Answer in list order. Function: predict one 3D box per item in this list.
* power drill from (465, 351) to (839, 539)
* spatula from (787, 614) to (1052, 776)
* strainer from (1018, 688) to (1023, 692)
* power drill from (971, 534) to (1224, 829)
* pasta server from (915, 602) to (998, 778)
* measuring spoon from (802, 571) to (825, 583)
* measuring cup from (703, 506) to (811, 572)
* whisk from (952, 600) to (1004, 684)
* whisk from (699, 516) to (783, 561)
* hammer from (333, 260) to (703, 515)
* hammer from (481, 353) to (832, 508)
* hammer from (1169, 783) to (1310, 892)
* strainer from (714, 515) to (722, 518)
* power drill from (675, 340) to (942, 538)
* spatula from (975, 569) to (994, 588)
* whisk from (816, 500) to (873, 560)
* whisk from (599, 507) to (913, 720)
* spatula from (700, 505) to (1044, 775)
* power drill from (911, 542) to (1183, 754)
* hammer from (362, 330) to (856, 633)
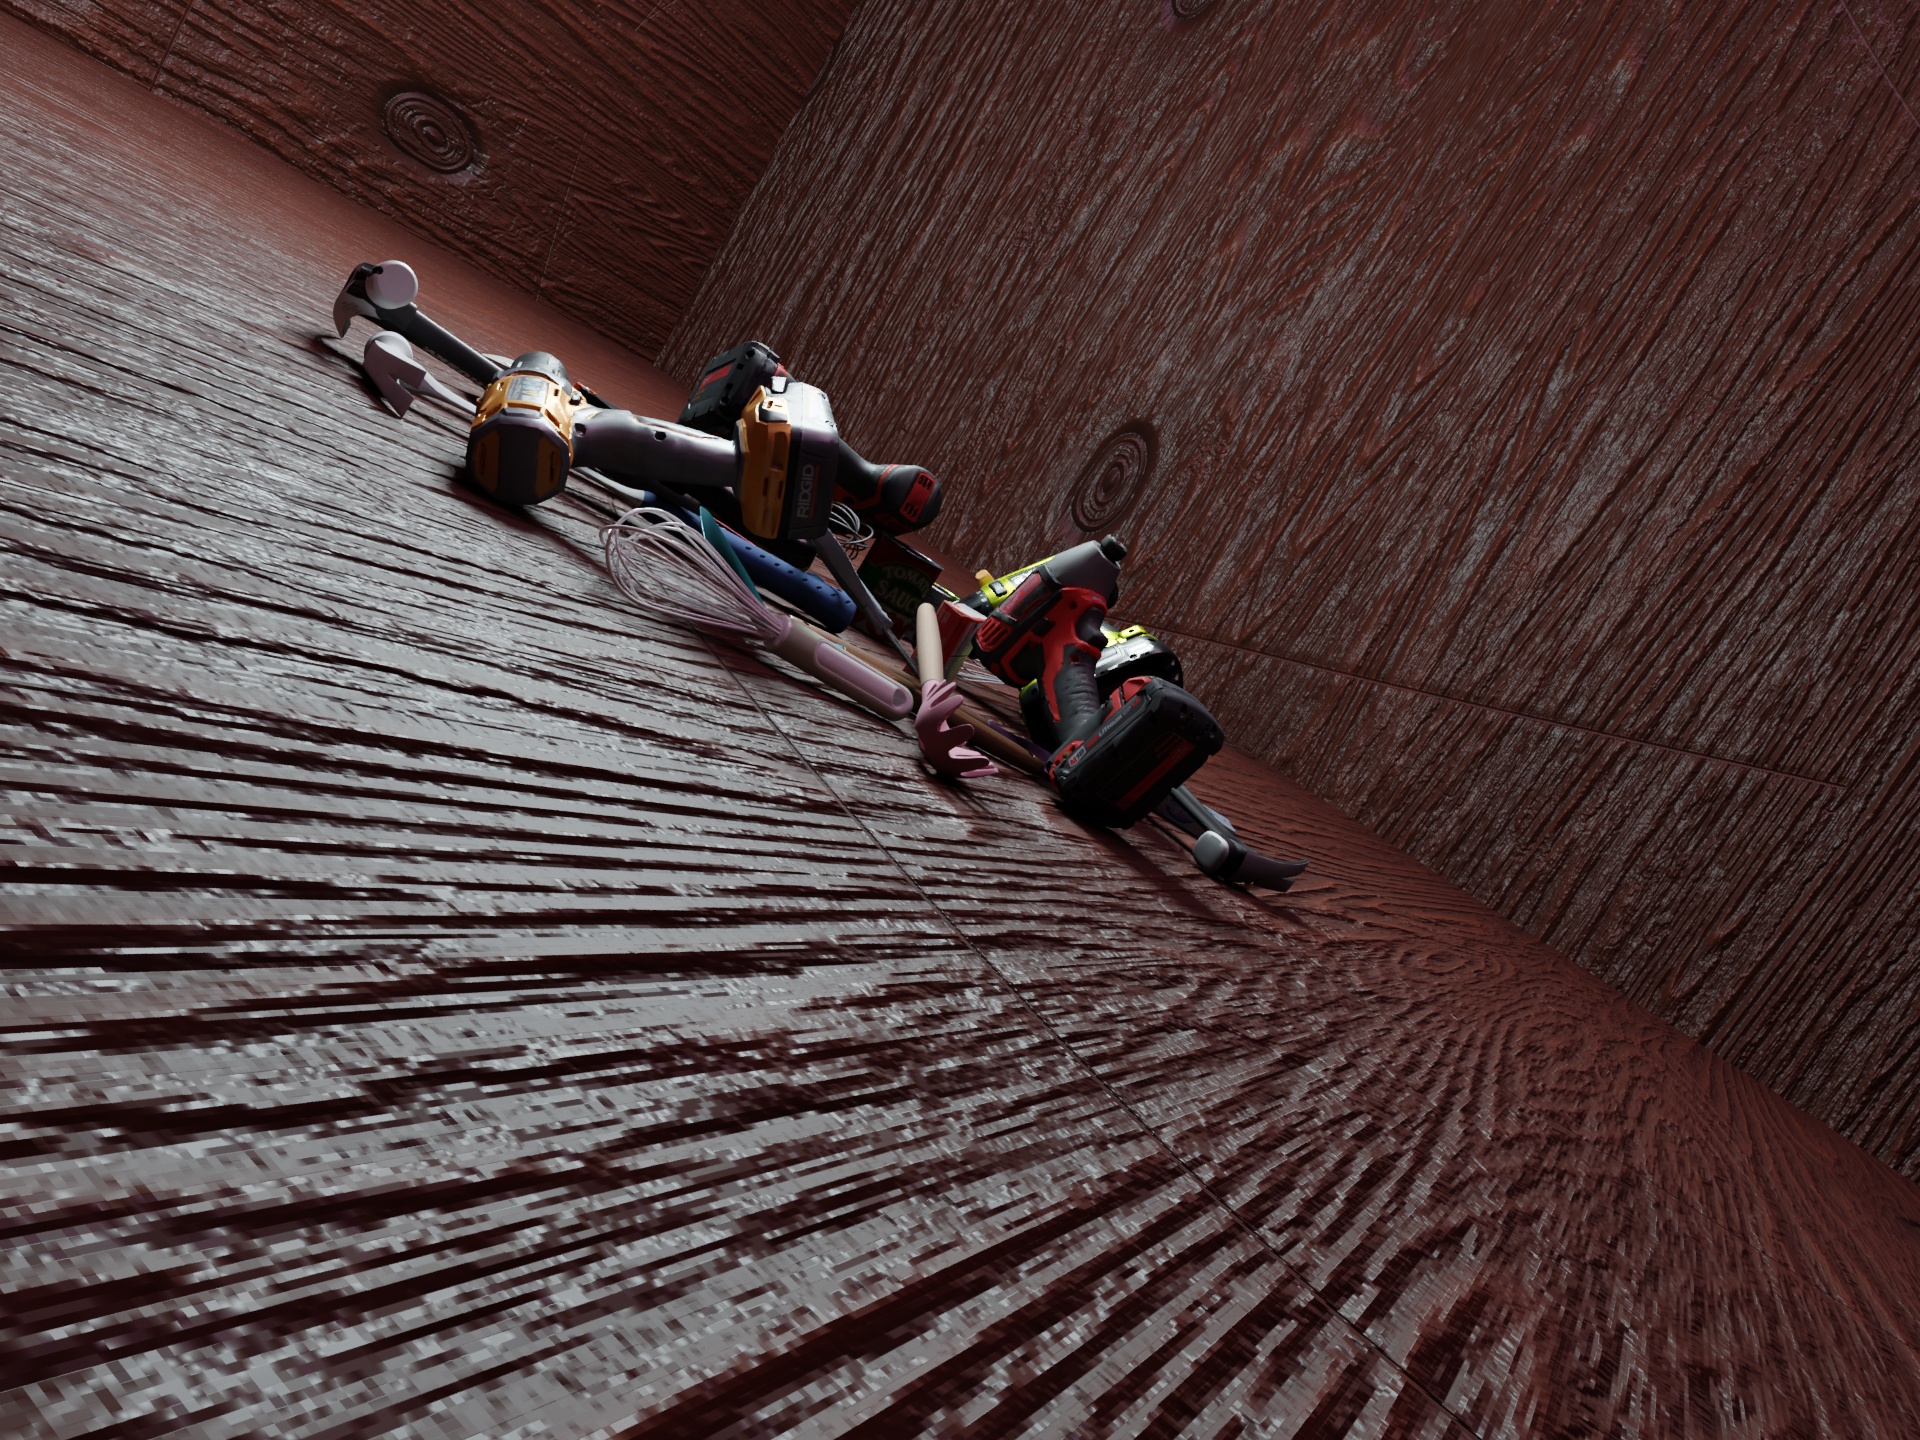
[{"bbox_3d":[-0.202,-0.190,1.048,0.226,0.084,0.186,5,28,-13],"label":"power drill"},{"bbox_3d":[-0.002,-0.004,1.190,0.315,0.018,0.060,28,14,-30],"label":"spatula"},{"bbox_3d":[0.099,0.010,1.445,0.086,0.050,0.259,44,7,-18],"label":"strainer"},{"bbox_3d":[0.100,-0.038,1.190,0.078,0.143,0.220,30,23,-41],"label":"power drill"},{"bbox_3d":[-0.013,-0.033,1.089,0.316,0.040,0.060,-98,163,-69],"label":"pasta server"},{"bbox_3d":[-0.121,-0.119,1.446,0.042,0.021,0.128,33,9,12],"label":"measuring spoon"},{"bbox_3d":[-0.209,-0.174,1.477,0.156,0.029,0.062,20,14,0],"label":"measuring cup"},{"bbox_3d":[0.056,-0.047,1.581,0.070,0.070,0.284,37,5,36],"label":"whisk"},{"bbox_3d":[-0.248,-0.195,1.390,0.245,0.051,0.047,28,-20,0],"label":"whisk"},{"bbox_3d":[-0.338,-0.247,1.260,0.334,0.035,0.146,33,-15,-36],"label":"hammer"},{"bbox_3d":[-0.265,-0.242,1.367,0.331,0.031,0.130,24,12,5],"label":"hammer"},{"bbox_3d":[0.160,0.029,1.374,0.127,0.034,0.337,17,23,-44],"label":"hammer"},{"bbox_3d":[-0.179,-0.225,1.592,0.256,0.069,0.151,12,-19,-37],"label":"strainer"},{"bbox_3d":[-0.143,-0.239,1.453,0.226,0.080,0.188,32,-14,-26],"label":"power drill"},{"bbox_3d":[0.101,-0.043,1.562,0.322,0.041,0.081,52,1,-41],"label":"spatula"},{"bbox_3d":[-0.178,-0.195,1.443,0.239,0.055,0.055,23,2,28],"label":"whisk"},{"bbox_3d":[-0.118,-0.058,0.975,0.059,0.058,0.246,-5,-28,47],"label":"whisk"},{"bbox_3d":[-0.058,-0.041,1.108,0.317,0.044,0.082,30,19,-26],"label":"spatula"},{"bbox_3d":[0.073,-0.059,1.374,0.229,0.190,0.080,-124,-167,-54],"label":"power drill"},{"bbox_3d":[-0.250,-0.167,1.189,0.405,0.035,0.144,28,8,-28],"label":"hammer"}]
